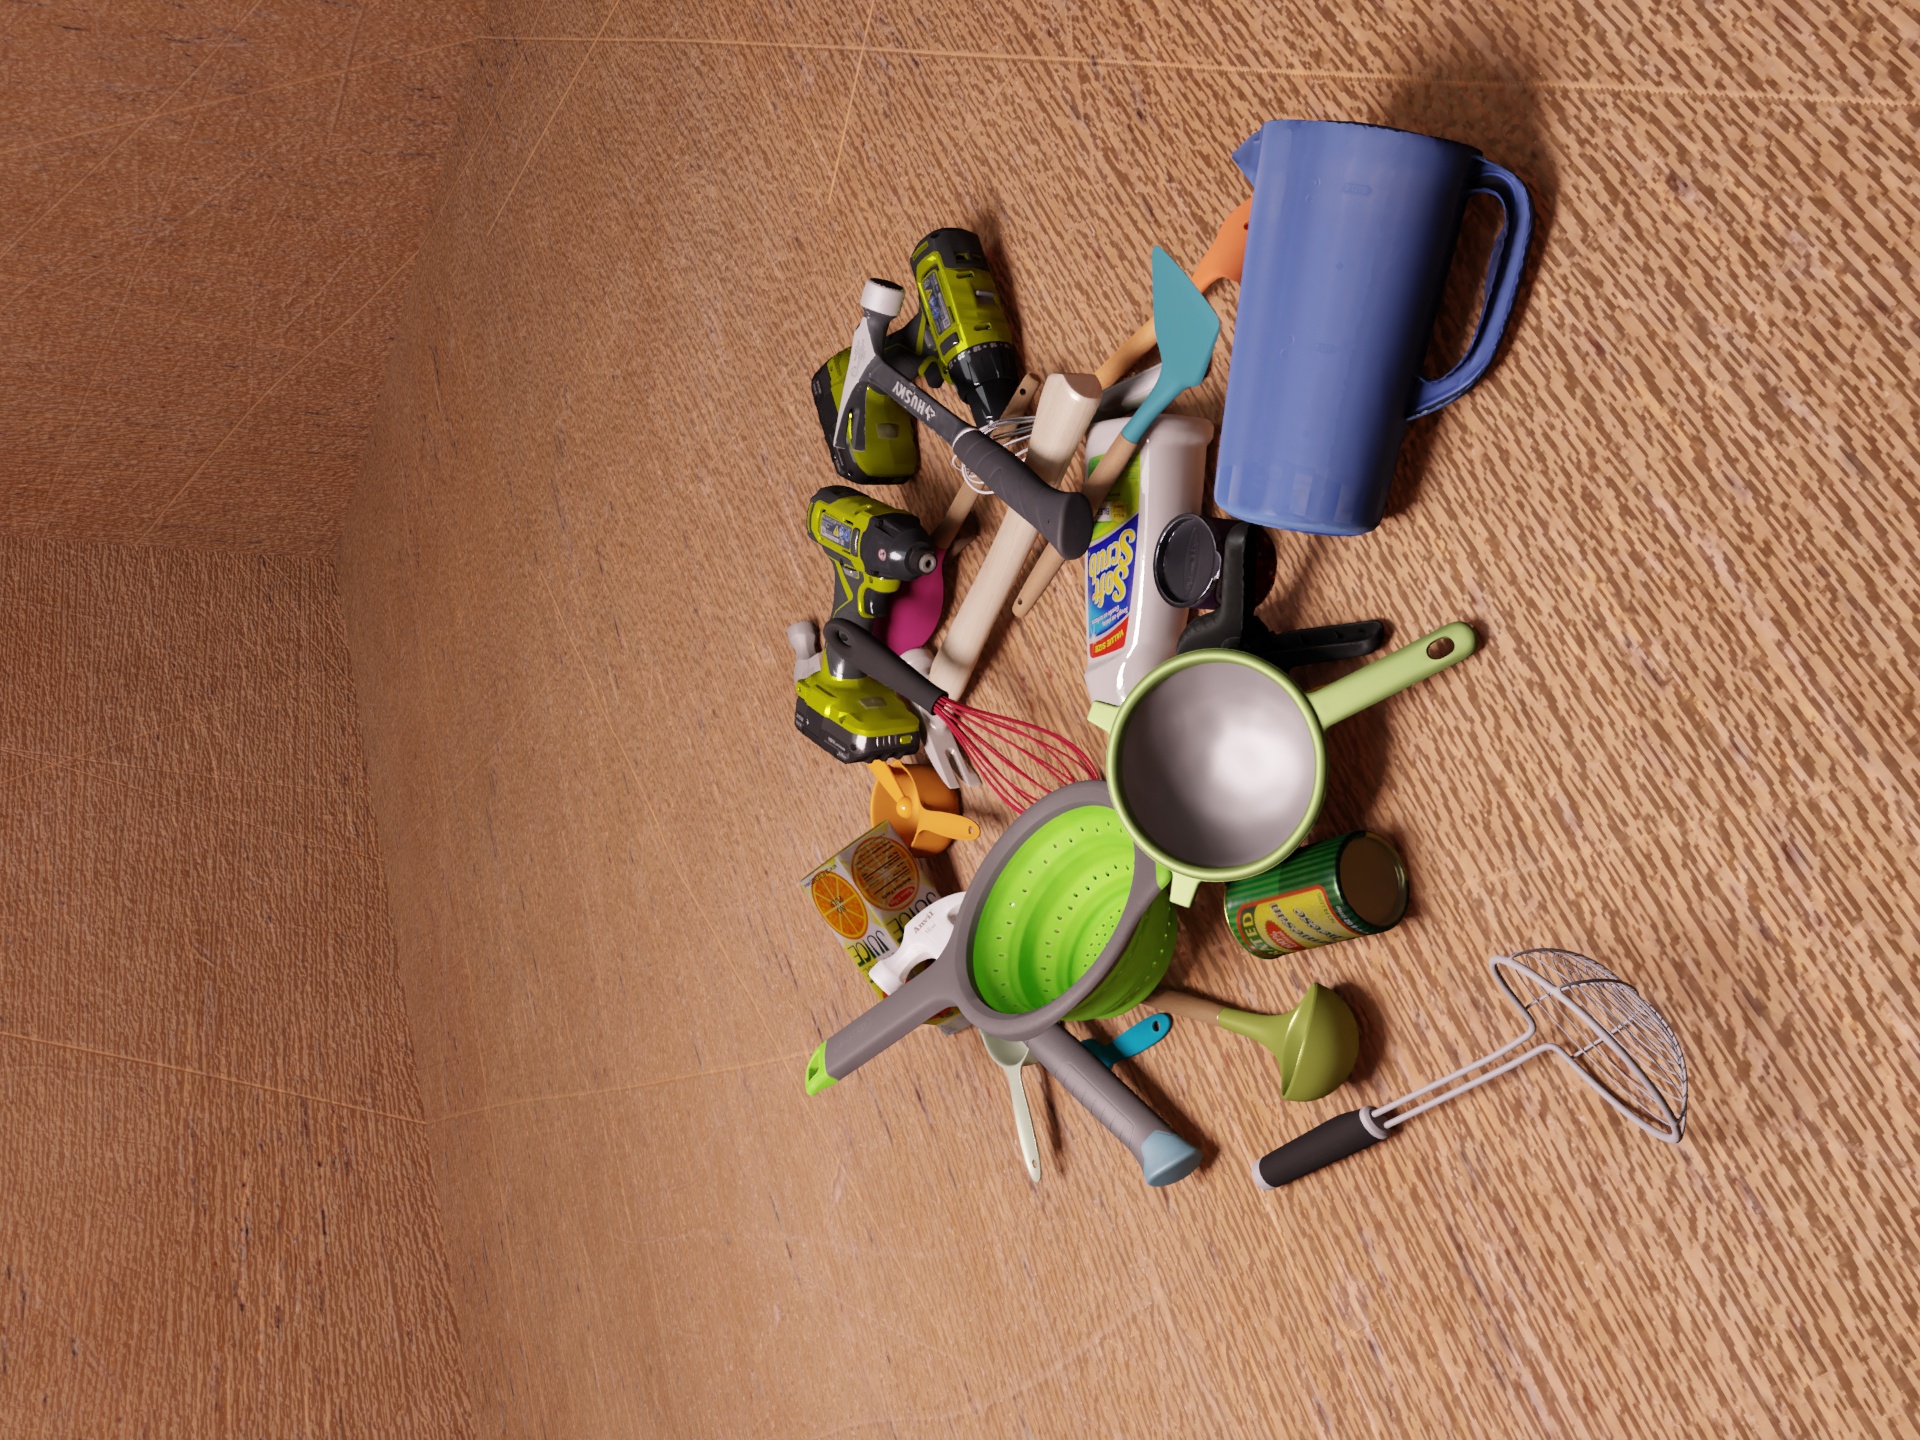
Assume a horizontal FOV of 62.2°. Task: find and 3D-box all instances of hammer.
[{"bbox_3d":[-0.078,-0.104,1.536,0.331,0.031,0.130,-40,56,48],"label":"hammer"},{"bbox_3d":[0.034,-0.112,1.299,0.146,0.038,0.410,67,150,31],"label":"hammer"},{"bbox_3d":[-0.006,-0.224,1.264,0.409,0.036,0.149,49,128,50],"label":"hammer"},{"bbox_3d":[0.063,0.246,1.240,0.128,0.033,0.331,-47,48,-5],"label":"hammer"}]

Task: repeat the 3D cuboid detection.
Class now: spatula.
[{"bbox_3d":[0.159,-0.297,1.194,0.322,0.041,0.081,-36,60,55],"label":"spatula"},{"bbox_3d":[0.100,-0.184,1.133,0.082,0.044,0.317,59,138,28],"label":"spatula"}]

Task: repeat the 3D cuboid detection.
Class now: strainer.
[{"bbox_3d":[0.219,0.005,1.030,0.256,0.069,0.151,-30,76,23],"label":"strainer"}]

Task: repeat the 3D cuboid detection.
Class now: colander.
[{"bbox_3d":[0.036,0.199,1.216,0.397,0.094,0.205,-39,33,28],"label":"colander"}]

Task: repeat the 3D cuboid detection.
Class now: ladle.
[{"bbox_3d":[0.163,0.204,1.137,0.320,0.062,0.078,5,75,59],"label":"ladle"}]

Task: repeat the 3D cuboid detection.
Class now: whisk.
[{"bbox_3d":[-0.002,-0.004,1.303,0.296,0.073,0.073,35,121,23],"label":"whisk"},{"bbox_3d":[0.089,-0.235,1.245,0.246,0.059,0.058,-18,70,42],"label":"whisk"}]

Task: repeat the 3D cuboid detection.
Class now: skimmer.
[{"bbox_3d":[0.272,0.235,0.937,0.127,0.090,0.363,48,138,5],"label":"skimmer"}]

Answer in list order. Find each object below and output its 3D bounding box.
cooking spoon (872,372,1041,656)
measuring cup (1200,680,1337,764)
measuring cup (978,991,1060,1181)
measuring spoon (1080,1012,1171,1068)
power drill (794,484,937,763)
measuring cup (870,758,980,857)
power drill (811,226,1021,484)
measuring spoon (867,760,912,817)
[{"bbox_3d":[-0.007,-0.174,1.392,0.069,0.017,0.318,42,129,12],"label":"cooking spoon"},{"bbox_3d":[0.200,0.013,1.101,0.156,0.062,0.029,-28,77,41],"label":"measuring cup"},{"bbox_3d":[0.059,0.291,1.308,0.083,0.038,0.168,-30,66,52],"label":"measuring cup"},{"bbox_3d":[0.118,0.254,1.231,0.128,0.021,0.042,-45,53,46],"label":"measuring spoon"},{"bbox_3d":[-0.082,-0.082,1.414,0.171,0.080,0.223,32,122,50],"label":"power drill"},{"bbox_3d":[-0.015,0.086,1.417,0.174,0.052,0.095,9,96,55],"label":"measuring cup"},{"bbox_3d":[-0.034,-0.303,1.436,0.228,0.080,0.191,-31,72,49],"label":"power drill"},{"bbox_3d":[-0.072,0.050,1.444,0.117,0.011,0.021,52,130,44],"label":"measuring spoon"}]
